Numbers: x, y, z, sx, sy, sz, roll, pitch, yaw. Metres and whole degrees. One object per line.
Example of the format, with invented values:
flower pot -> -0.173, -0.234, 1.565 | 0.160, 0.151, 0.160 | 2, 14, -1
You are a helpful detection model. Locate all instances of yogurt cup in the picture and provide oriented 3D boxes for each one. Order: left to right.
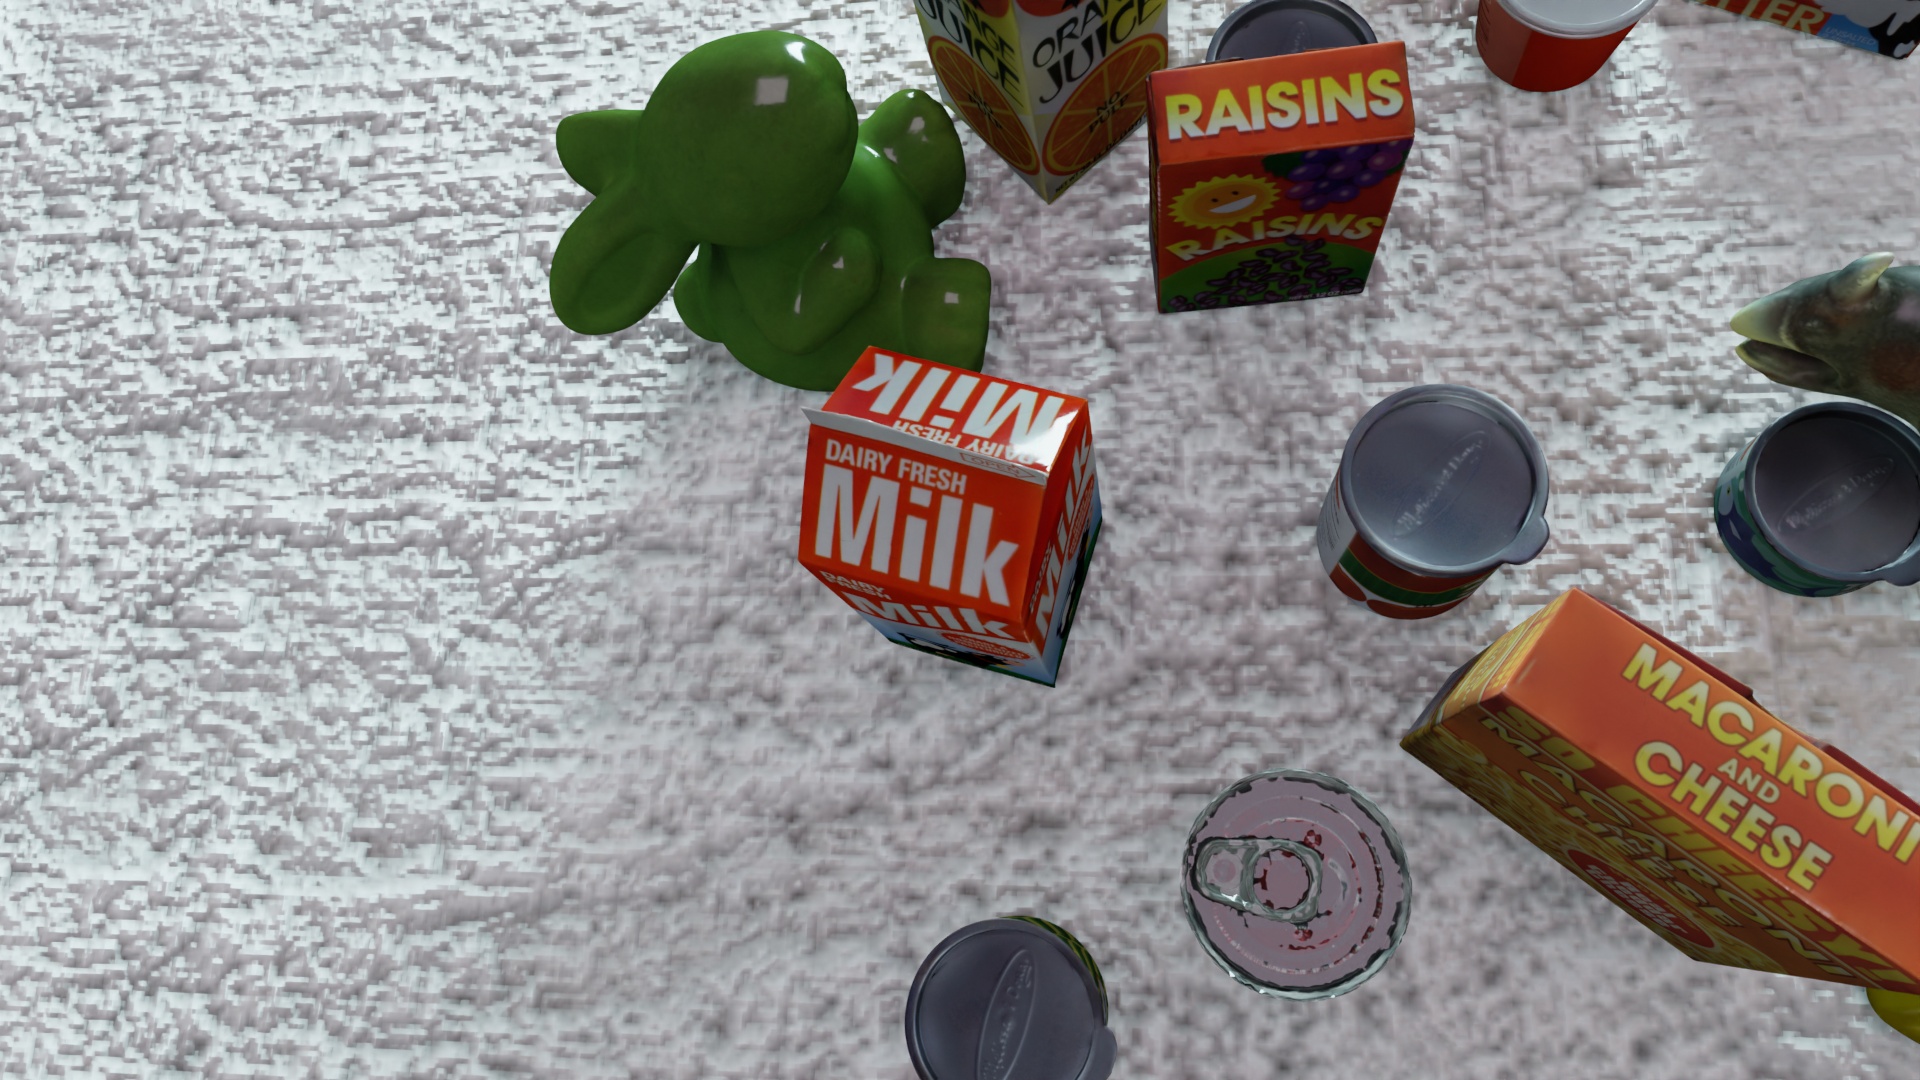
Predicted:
yogurt cup -> 0.238, -0.216, 0.552 | 0.072, 0.054, 0.072 | -2, 76, 8

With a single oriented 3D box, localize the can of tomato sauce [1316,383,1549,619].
can of tomato sauce -> 0.166, -0.010, 0.494 | 0.071, 0.083, 0.071 | -2, 76, 8

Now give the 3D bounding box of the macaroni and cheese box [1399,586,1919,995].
macaroni and cheese box -> 0.208, 0.078, 0.422 | 0.124, 0.166, 0.040 | 37, 84, 15

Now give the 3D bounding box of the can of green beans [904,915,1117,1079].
can of green beans -> 0.018, 0.165, 0.484 | 0.071, 0.057, 0.071 | -2, 76, 8

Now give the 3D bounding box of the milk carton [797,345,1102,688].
milk carton -> 0.002, -0.006, 0.461 | 0.072, 0.190, 0.073 | 15, 79, 12

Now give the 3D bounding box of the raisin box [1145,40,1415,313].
raisin box -> 0.113, -0.129, 0.512 | 0.086, 0.123, 0.040 | -4, 76, 7

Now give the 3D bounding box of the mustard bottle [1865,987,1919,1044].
mustard bottle -> 0.320, 0.124, 0.398 | 0.049, 0.160, 0.065 | 22, 80, 13

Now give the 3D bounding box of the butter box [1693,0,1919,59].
butter box -> 0.331, -0.225, 0.541 | 0.103, 0.053, 0.024 | 23, 81, 13

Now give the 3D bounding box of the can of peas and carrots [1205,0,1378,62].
can of peas and carrots -> 0.132, -0.173, 0.554 | 0.071, 0.058, 0.071 | -2, 76, 8

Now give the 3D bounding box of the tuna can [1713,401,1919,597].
tuna can -> 0.313, -0.012, 0.500 | 0.071, 0.032, 0.071 | -2, 76, 8

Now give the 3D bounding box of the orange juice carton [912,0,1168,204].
orange juice carton -> 0.027, -0.212, 0.509 | 0.072, 0.192, 0.073 | -41, 74, -3
